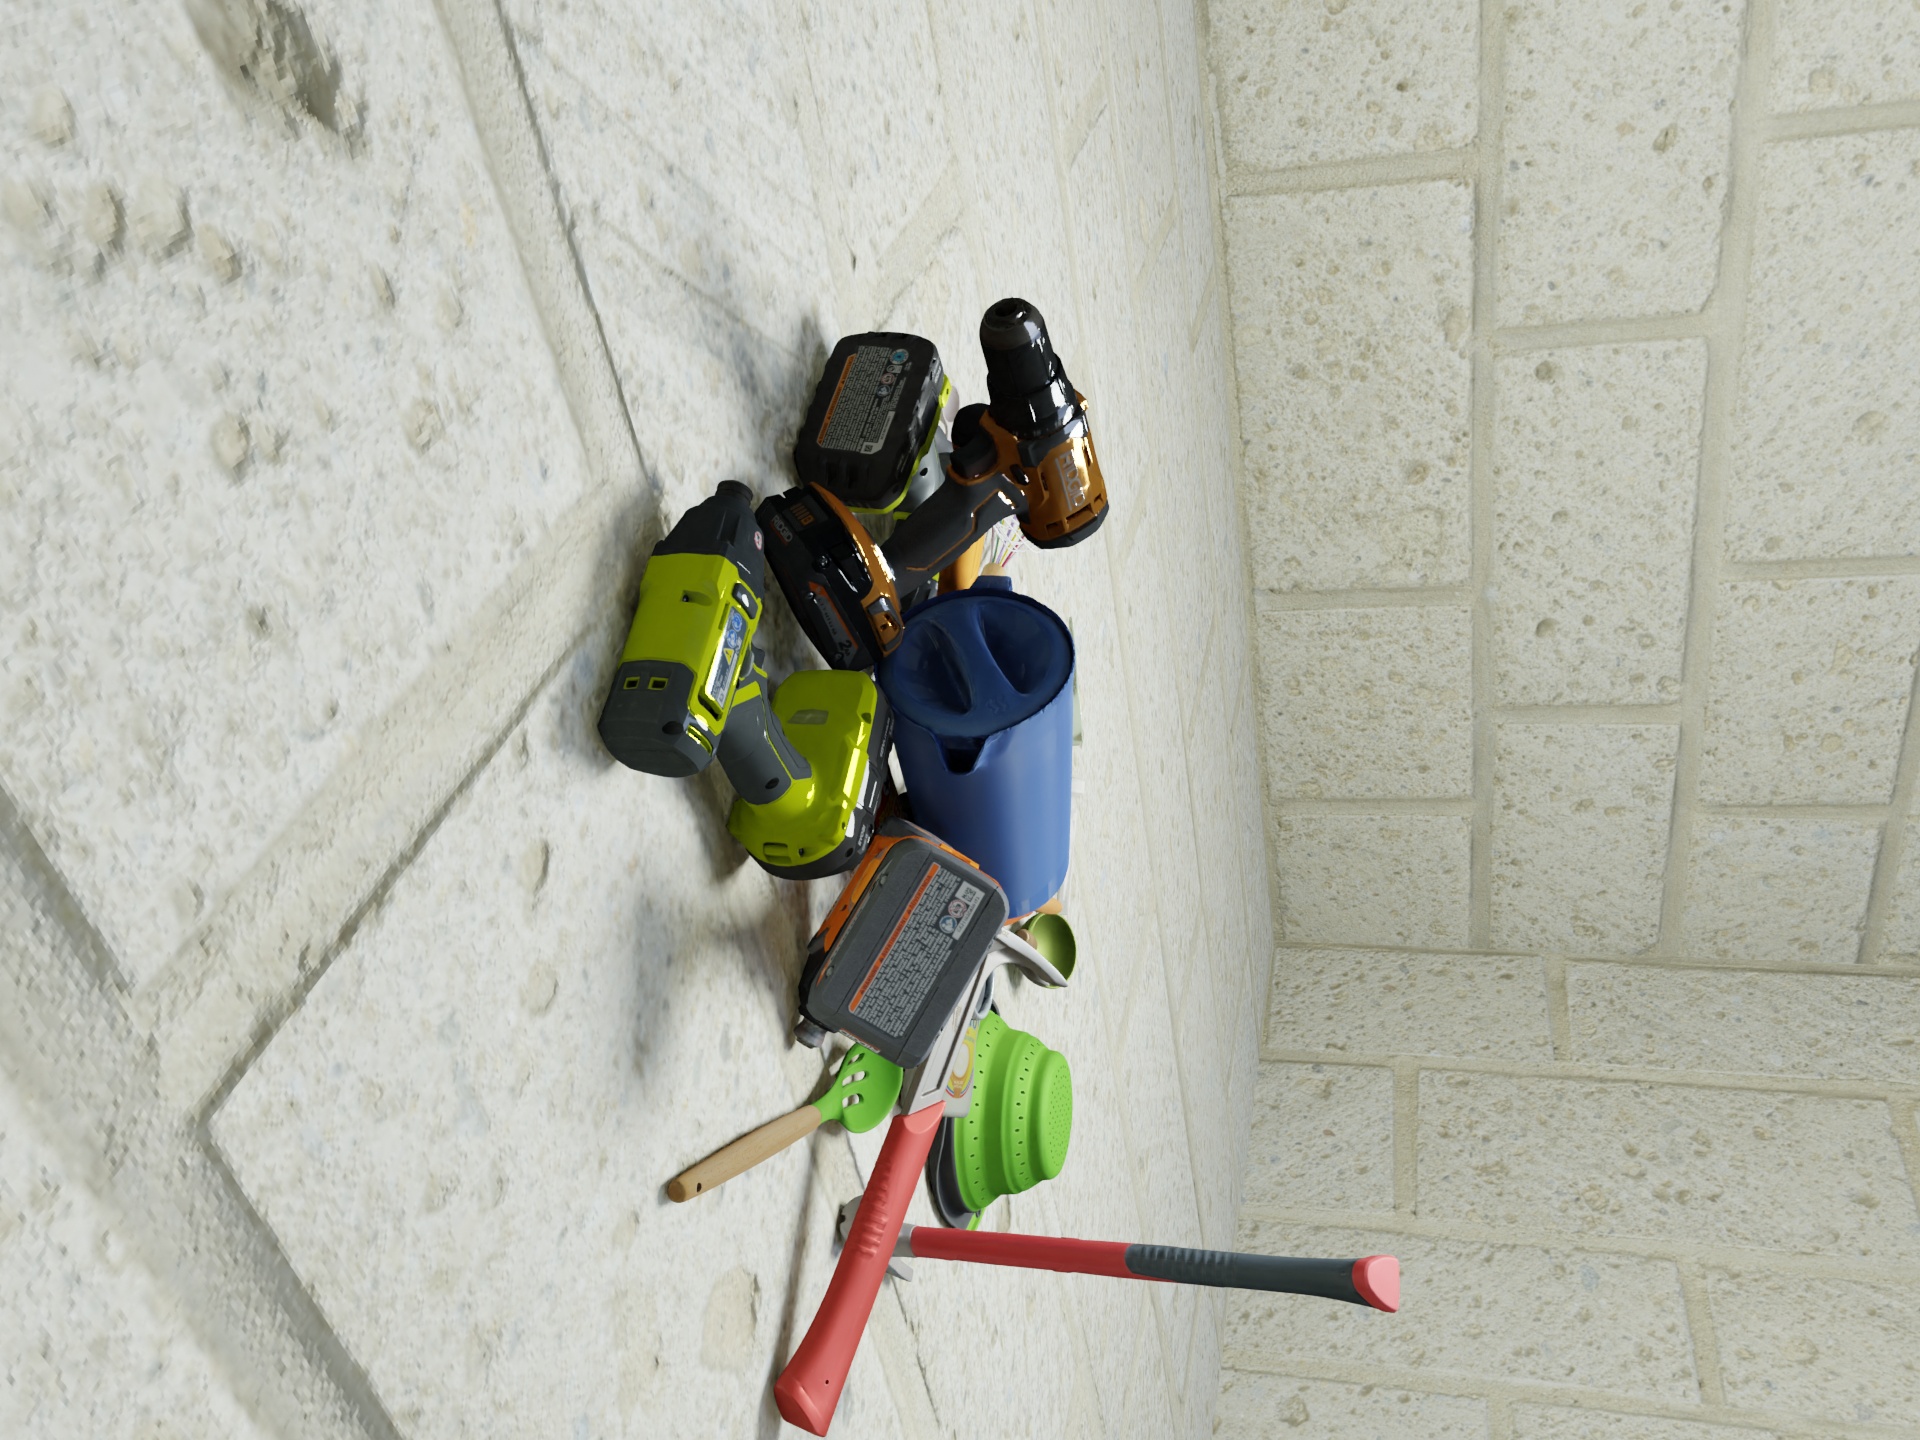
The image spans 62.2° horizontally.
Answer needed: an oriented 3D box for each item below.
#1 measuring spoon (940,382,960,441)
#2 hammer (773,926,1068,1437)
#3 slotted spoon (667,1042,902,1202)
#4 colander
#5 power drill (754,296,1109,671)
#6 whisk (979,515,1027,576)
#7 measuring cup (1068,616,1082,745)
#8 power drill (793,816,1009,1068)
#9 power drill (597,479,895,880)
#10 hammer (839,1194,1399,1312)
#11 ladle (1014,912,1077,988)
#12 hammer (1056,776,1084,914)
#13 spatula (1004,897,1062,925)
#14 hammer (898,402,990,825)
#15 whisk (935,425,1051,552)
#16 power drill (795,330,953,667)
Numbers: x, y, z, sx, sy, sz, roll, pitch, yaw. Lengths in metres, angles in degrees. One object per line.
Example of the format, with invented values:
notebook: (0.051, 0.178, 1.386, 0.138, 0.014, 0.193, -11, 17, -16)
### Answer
measuring spoon: (-0.016, -0.227, 1.364, 0.034, 0.018, 0.124, -30, 126, -58)
hammer: (-0.035, 0.308, 1.100, 0.149, 0.037, 0.359, 37, 63, -34)
slotted spoon: (-0.108, 0.261, 1.034, 0.313, 0.031, 0.070, -1, 92, -71)
colander: (0.036, 0.270, 1.384, 0.204, 0.094, 0.397, -51, 138, -64)
power drill: (-0.017, -0.149, 1.009, 0.084, 0.226, 0.185, 51, -11, 39)
whisk: (0.039, -0.156, 1.485, 0.245, 0.047, 0.051, -69, 147, -42)
measuring cup: (0.093, -0.039, 1.533, 0.167, 0.038, 0.083, 84, -2, -51)
power drill: (-0.050, 0.144, 0.988, 0.164, 0.084, 0.226, -59, -173, -6)
power drill: (-0.116, -0.016, 0.921, 0.223, 0.080, 0.171, 58, 39, -55)
hammer: (0.115, 0.390, 1.142, 0.143, 0.386, 0.038, 63, 31, -56)
ladle: (0.076, 0.208, 1.479, 0.320, 0.062, 0.078, 66, 23, -79)
hammer: (0.066, 0.126, 1.500, 0.410, 0.038, 0.146, 8, 88, -78)
spatula: (0.060, 0.153, 1.394, 0.081, 0.041, 0.322, -52, 167, -1)
hammer: (-0.002, -0.073, 1.175, 0.127, 0.034, 0.336, -39, 144, -51)
whisk: (0.017, -0.204, 1.360, 0.284, 0.070, 0.070, 25, 66, -59)
power drill: (-0.043, -0.151, 1.161, 0.228, 0.080, 0.191, 64, 39, -60)
